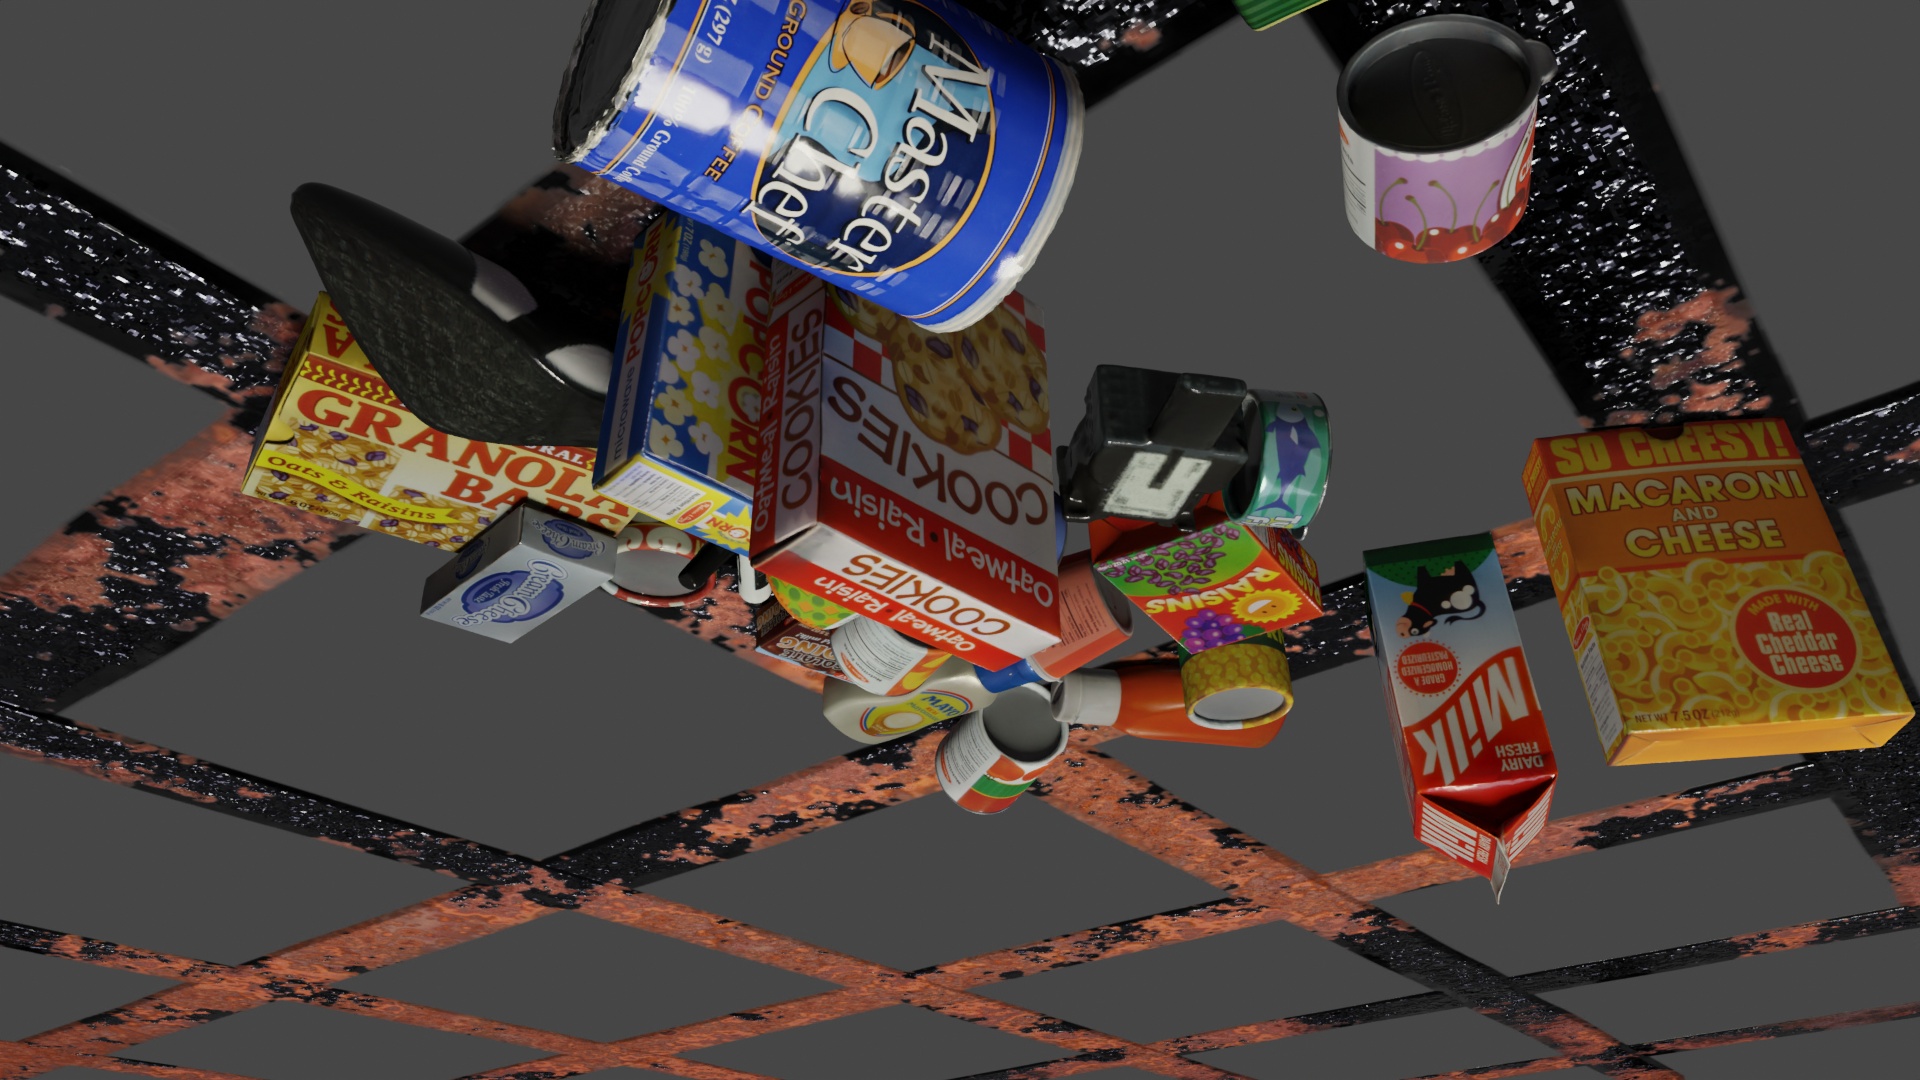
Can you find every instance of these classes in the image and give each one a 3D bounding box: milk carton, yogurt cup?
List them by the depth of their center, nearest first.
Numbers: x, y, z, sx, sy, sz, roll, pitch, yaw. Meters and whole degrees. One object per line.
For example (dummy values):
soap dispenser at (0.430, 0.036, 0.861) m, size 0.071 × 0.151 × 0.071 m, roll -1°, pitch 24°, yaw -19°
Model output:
milk carton at (0.275, 0.097, 0.764) m, size 0.073 × 0.191 × 0.072 m, roll -9°, pitch 147°, yaw 11°
yogurt cup at (0.062, 0.039, 0.784) m, size 0.054 × 0.073 × 0.072 m, roll -25°, pitch 142°, yaw 19°

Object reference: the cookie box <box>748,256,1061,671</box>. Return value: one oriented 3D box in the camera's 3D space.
cookie box at (-0.019, -0.046, 0.543) m, size 0.123 × 0.168 × 0.040 m, roll 27°, pitch 139°, yaw -37°

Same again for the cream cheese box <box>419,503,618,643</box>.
cream cheese box at (-0.222, 0.018, 0.697) m, size 0.053 × 0.024 × 0.103 m, roll 24°, pitch 142°, yaw -38°

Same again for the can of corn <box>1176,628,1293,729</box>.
can of corn at (0.169, 0.076, 0.850) m, size 0.071 × 0.058 × 0.070 m, roll -1°, pitch 148°, yaw -1°

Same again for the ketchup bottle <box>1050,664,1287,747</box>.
ketchup bottle at (0.135, 0.107, 0.912) m, size 0.149 × 0.044 × 0.064 m, roll 6°, pitch 146°, yaw -12°

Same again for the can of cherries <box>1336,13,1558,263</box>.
can of cherries at (0.172, -0.142, 0.494) m, size 0.071 × 0.072 × 0.058 m, roll -10°, pitch 147°, yaw 13°

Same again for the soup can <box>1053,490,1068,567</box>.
soup can at (0.002, -0.009, 0.695) m, size 0.084 × 0.071 × 0.071 m, roll 25°, pitch 139°, yaw -35°

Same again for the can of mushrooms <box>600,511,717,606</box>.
can of mushrooms at (-0.161, 0.007, 0.747) m, size 0.071 × 0.033 × 0.070 m, roll -1°, pitch 147°, yaw -1°

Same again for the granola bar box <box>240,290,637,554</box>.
granola bar box at (-0.238, -0.041, 0.662) m, size 0.165 × 0.039 × 0.123 m, roll 19°, pitch 142°, yaw -30°

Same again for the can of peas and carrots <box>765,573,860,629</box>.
can of peas and carrots at (-0.061, 0.005, 0.721) m, size 0.058 × 0.071 × 0.071 m, roll -28°, pitch 139°, yaw 36°

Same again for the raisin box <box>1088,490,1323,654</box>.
raisin box at (0.137, 0.013, 0.767) m, size 0.086 × 0.040 × 0.123 m, roll -21°, pitch 142°, yaw 27°

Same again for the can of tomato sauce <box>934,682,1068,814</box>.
can of tomato sauce at (0.029, 0.138, 0.937) m, size 0.071 × 0.071 × 0.082 m, roll 10°, pitch 145°, yaw -18°

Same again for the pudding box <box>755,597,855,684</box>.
pudding box at (-0.076, 0.057, 0.835) m, size 0.083 × 0.030 × 0.049 m, roll 24°, pitch 141°, yaw -35°

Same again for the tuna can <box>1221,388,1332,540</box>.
tuna can at (0.148, -0.036, 0.659) m, size 0.033 × 0.071 × 0.070 m, roll 4°, pitch 147°, yaw -7°

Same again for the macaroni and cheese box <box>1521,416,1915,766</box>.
macaroni and cheese box at (0.356, 0.020, 0.668) m, size 0.124 × 0.167 × 0.040 m, roll -5°, pitch 147°, yaw 5°

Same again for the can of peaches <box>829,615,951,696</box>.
can of peaches at (-0.032, 0.045, 0.788) m, size 0.071 × 0.071 × 0.057 m, roll 14°, pitch 144°, yaw -23°

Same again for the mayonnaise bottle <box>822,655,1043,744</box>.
mayonnaise bottle at (-0.014, 0.089, 0.879) m, size 0.148 × 0.041 × 0.064 m, roll -21°, pitch 142°, yaw 28°

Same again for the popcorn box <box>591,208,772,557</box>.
popcorn box at (-0.093, -0.062, 0.552) m, size 0.085 × 0.127 × 0.038 m, roll 26°, pitch 141°, yaw -36°

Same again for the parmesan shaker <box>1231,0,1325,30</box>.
parmesan shaker at (0.121, -0.198, 0.398) m, size 0.103 × 0.071 × 0.071 m, roll -19°, pitch 144°, yaw 25°
